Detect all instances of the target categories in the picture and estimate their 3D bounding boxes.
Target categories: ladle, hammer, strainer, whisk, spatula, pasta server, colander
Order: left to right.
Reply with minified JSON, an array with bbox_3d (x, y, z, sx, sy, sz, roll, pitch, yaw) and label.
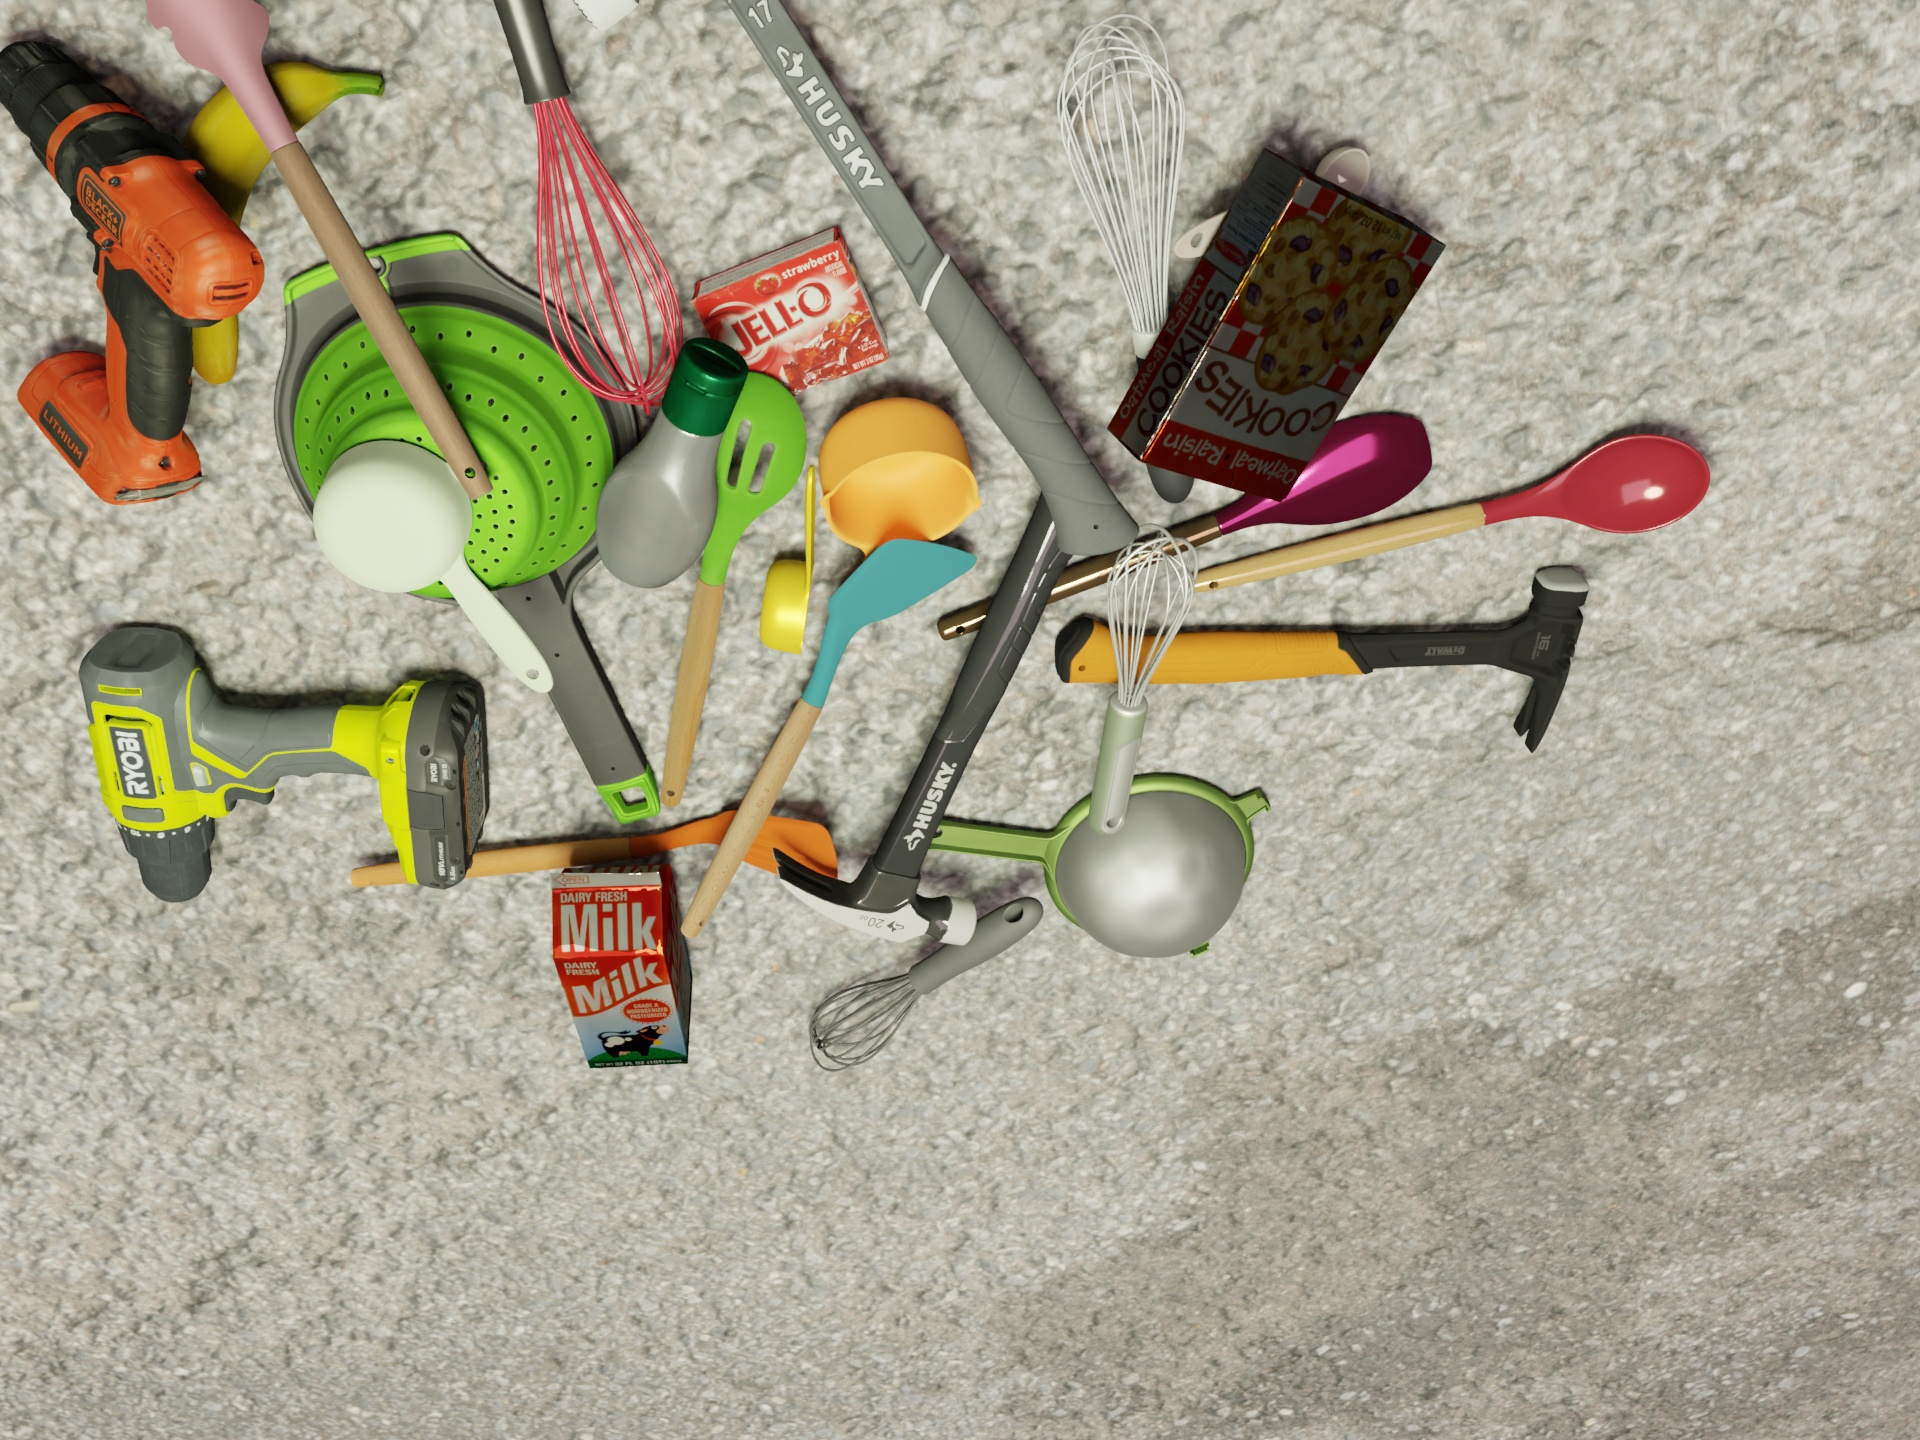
[{"bbox_3d":[-0.313,-0.252,0.776,0.060,0.040,0.316,-27,108,-3],"label":"pasta server"},{"bbox_3d":[-0.262,-0.072,0.924,0.204,0.095,0.396,-15,124,5],"label":"colander"},{"bbox_3d":[-0.202,-0.293,0.801,0.073,0.073,0.295,-11,120,3],"label":"whisk"},{"bbox_3d":[-0.245,0.095,1.068,0.322,0.041,0.081,-6,142,-4],"label":"spatula"},{"bbox_3d":[-0.099,0.016,0.995,0.082,0.044,0.317,6,120,-51],"label":"spatula"},{"bbox_3d":[-0.028,0.187,1.131,0.055,0.055,0.239,36,125,-25],"label":"whisk"},{"bbox_3d":[-0.020,-0.249,0.828,0.149,0.036,0.408,-34,116,7],"label":"hammer"},{"bbox_3d":[-0.002,-0.003,0.993,0.146,0.035,0.334,14,116,-23],"label":"hammer"},{"bbox_3d":[0.085,0.108,1.093,0.256,0.069,0.151,8,123,-12],"label":"strainer"},{"bbox_3d":[0.106,-0.017,0.984,0.058,0.059,0.246,-18,137,-24],"label":"whisk"},{"bbox_3d":[0.102,-0.239,0.868,0.070,0.070,0.284,-13,130,4],"label":"whisk"},{"bbox_3d":[0.228,-0.037,1.028,0.337,0.034,0.127,-1,124,-4],"label":"hammer"},{"bbox_3d":[0.296,-0.119,0.982,0.315,0.031,0.069,-13,125,6],"label":"ladle"}]

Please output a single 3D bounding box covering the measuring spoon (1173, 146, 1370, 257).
[{"bbox_3d":[0.163,-0.275,0.846,0.124,0.018,0.034,-26,139,-13],"label":"measuring spoon"}]

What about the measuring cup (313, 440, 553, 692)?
[{"bbox_3d":[-0.272,-0.069,0.841,0.083,0.038,0.167,-27,120,13],"label":"measuring cup"}]

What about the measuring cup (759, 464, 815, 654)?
[{"bbox_3d":[-0.100,-0.096,0.921,0.029,0.062,0.156,7,147,-3],"label":"measuring cup"}]

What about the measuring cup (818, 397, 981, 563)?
[{"bbox_3d":[-0.049,-0.122,0.942,0.095,0.052,0.173,-2,151,-20],"label":"measuring cup"}]

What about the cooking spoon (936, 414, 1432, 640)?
[{"bbox_3d":[0.134,-0.110,0.978,0.319,0.017,0.068,-20,124,9],"label":"cooking spoon"}]

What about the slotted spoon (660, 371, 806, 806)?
[{"bbox_3d":[-0.151,-0.064,0.955,0.070,0.031,0.313,16,127,-3],"label":"slotted spoon"}]

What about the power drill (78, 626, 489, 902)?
[{"bbox_3d":[-0.422,0.043,1.002,0.228,0.080,0.190,5,124,-5],"label":"power drill"}]
